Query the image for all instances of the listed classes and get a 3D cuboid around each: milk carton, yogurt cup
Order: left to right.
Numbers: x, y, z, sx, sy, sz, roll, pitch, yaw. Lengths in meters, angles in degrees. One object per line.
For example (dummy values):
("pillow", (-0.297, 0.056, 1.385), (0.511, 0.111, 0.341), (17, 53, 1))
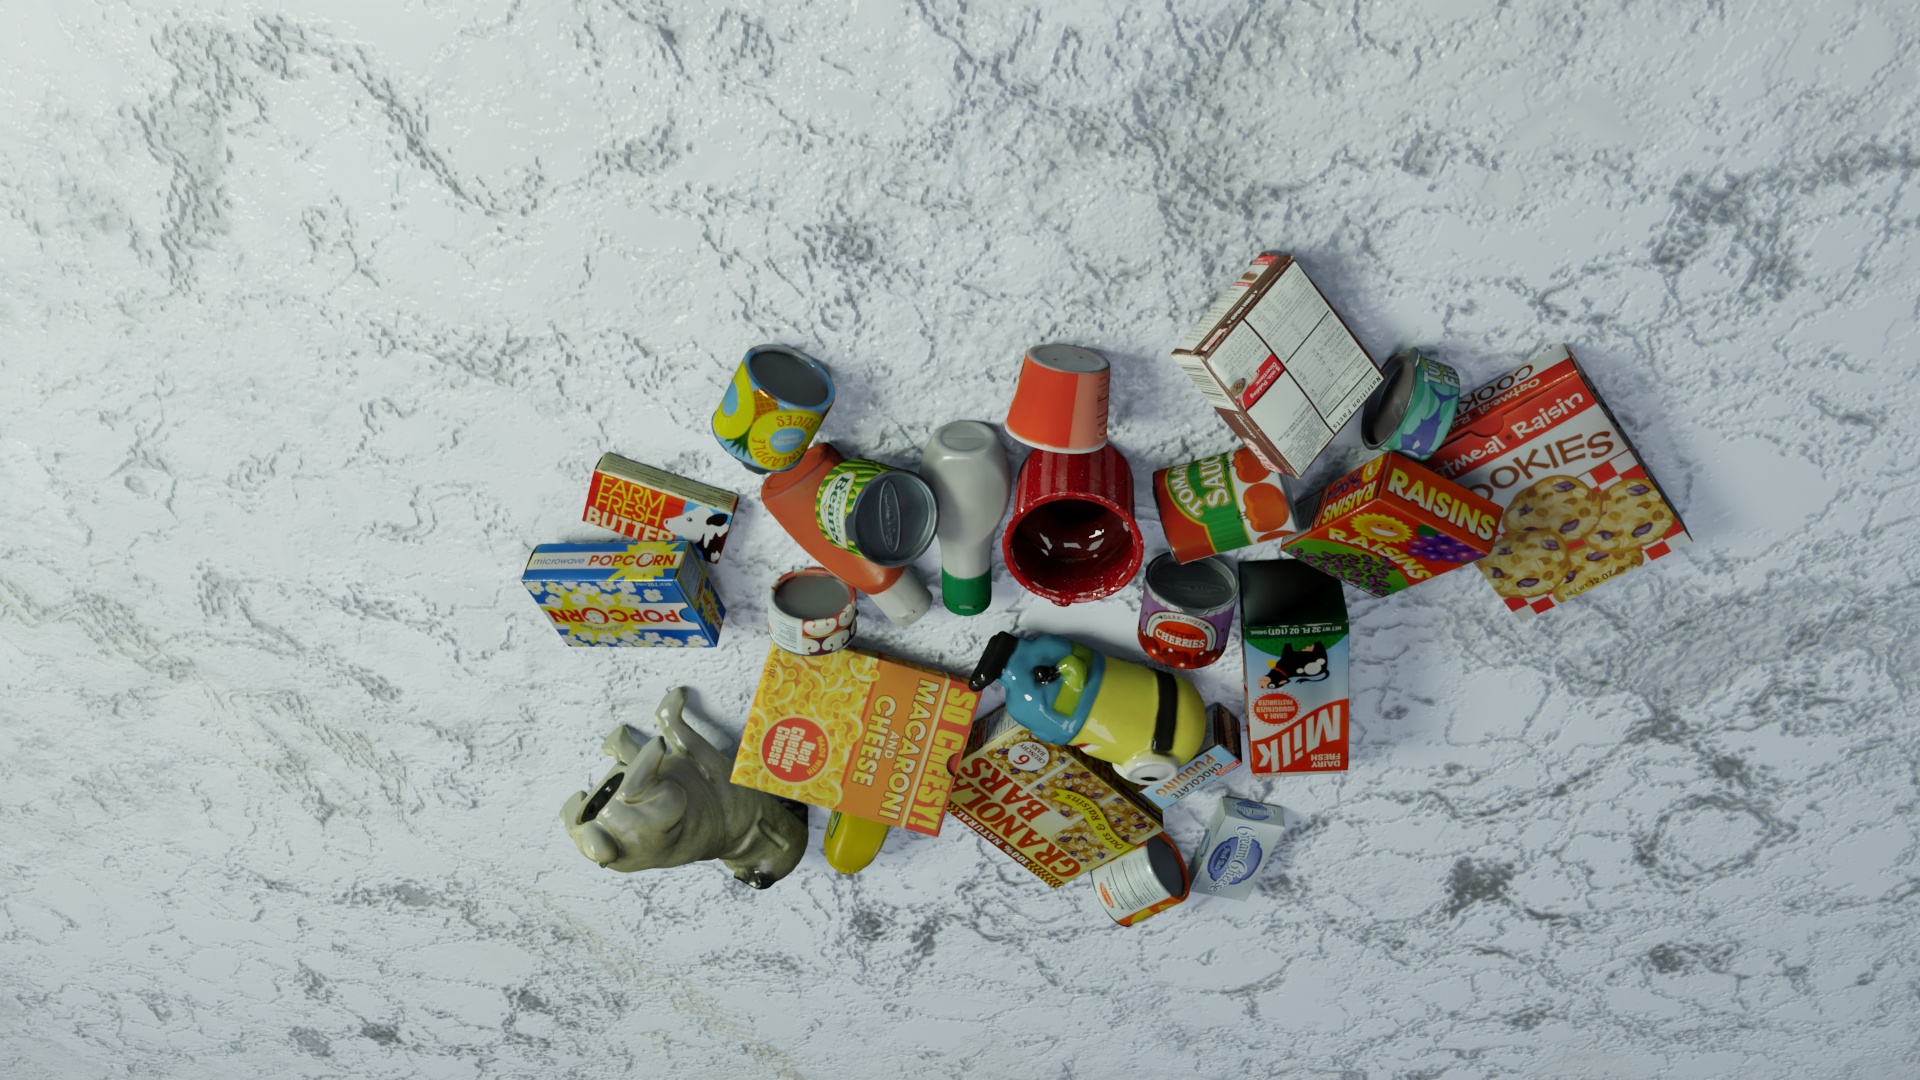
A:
("yogurt cup", (0.065, -0.093, 0.895), (0.072, 0.073, 0.053), (8, 116, 0))
("milk carton", (0.246, 0.109, 1.023), (0.072, 0.074, 0.189), (-5, 127, 10))

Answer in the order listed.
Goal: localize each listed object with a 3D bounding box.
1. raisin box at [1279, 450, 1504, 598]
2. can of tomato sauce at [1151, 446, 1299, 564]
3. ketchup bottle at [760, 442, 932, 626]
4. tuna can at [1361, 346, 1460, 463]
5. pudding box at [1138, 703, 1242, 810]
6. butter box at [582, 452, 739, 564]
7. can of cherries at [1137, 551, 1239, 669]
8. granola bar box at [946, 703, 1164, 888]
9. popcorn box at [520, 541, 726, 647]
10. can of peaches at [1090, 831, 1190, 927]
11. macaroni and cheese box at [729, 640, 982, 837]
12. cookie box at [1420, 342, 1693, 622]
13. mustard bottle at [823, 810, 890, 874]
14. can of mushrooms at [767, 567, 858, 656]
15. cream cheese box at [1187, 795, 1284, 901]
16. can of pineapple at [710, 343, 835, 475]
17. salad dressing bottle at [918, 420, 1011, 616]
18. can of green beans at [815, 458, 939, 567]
("raisin box", (0.280, -0.008, 0.913), (0.086, 0.040, 0.123), (26, 160, -8))
("can of tomato sauce", (0.177, -0.027, 0.931), (0.083, 0.071, 0.071), (-16, 124, 17))
("ketchup bottle", (-0.075, 0.001, 0.995), (0.064, 0.044, 0.148), (-31, 119, 14))
("tuna can", (0.284, -0.086, 0.875), (0.033, 0.071, 0.070), (17, 127, -8))
("pudding box", (0.180, 0.170, 1.093), (0.083, 0.050, 0.030), (-37, 114, 28))
("butter box", (-0.217, -0.023, 1.005), (0.103, 0.024, 0.052), (18, 127, -8))
("can of cherries", (0.161, 0.051, 0.990), (0.071, 0.072, 0.058), (5, 128, 2))
("granola bar box", (0.067, 0.207, 1.140), (0.124, 0.039, 0.165), (-37, 116, 28))
("popcorn box", (-0.248, 0.041, 1.031), (0.127, 0.038, 0.084), (-1, 139, 15))
("can of peaches", (0.153, 0.284, 1.175), (0.058, 0.071, 0.071), (-34, 117, 27))
("macaroni and cheese box", (-0.079, 0.147, 1.072), (0.166, 0.040, 0.123), (16, 92, -6))
("cookie box", (0.385, -0.034, 0.920), (0.122, 0.040, 0.167), (-32, 118, 27))
("mustard bottle", (-0.086, 0.238, 1.167), (0.049, 0.066, 0.159), (12, 131, -8))
("can of mushrooms", (-0.107, 0.051, 1.025), (0.071, 0.071, 0.033), (5, 127, 3))
("cream cheese box", (0.232, 0.261, 1.173), (0.053, 0.024, 0.103), (11, 128, -4))
("can of pineapple", (-0.123, -0.086, 0.918), (0.071, 0.071, 0.057), (26, 126, -13))
("salad dressing bottle", (0.003, -0.012, 0.978), (0.064, 0.044, 0.146), (0, 128, 1))
("can of green beans", (-0.057, -0.020, 0.934), (0.071, 0.058, 0.071), (-7, 104, -30))
